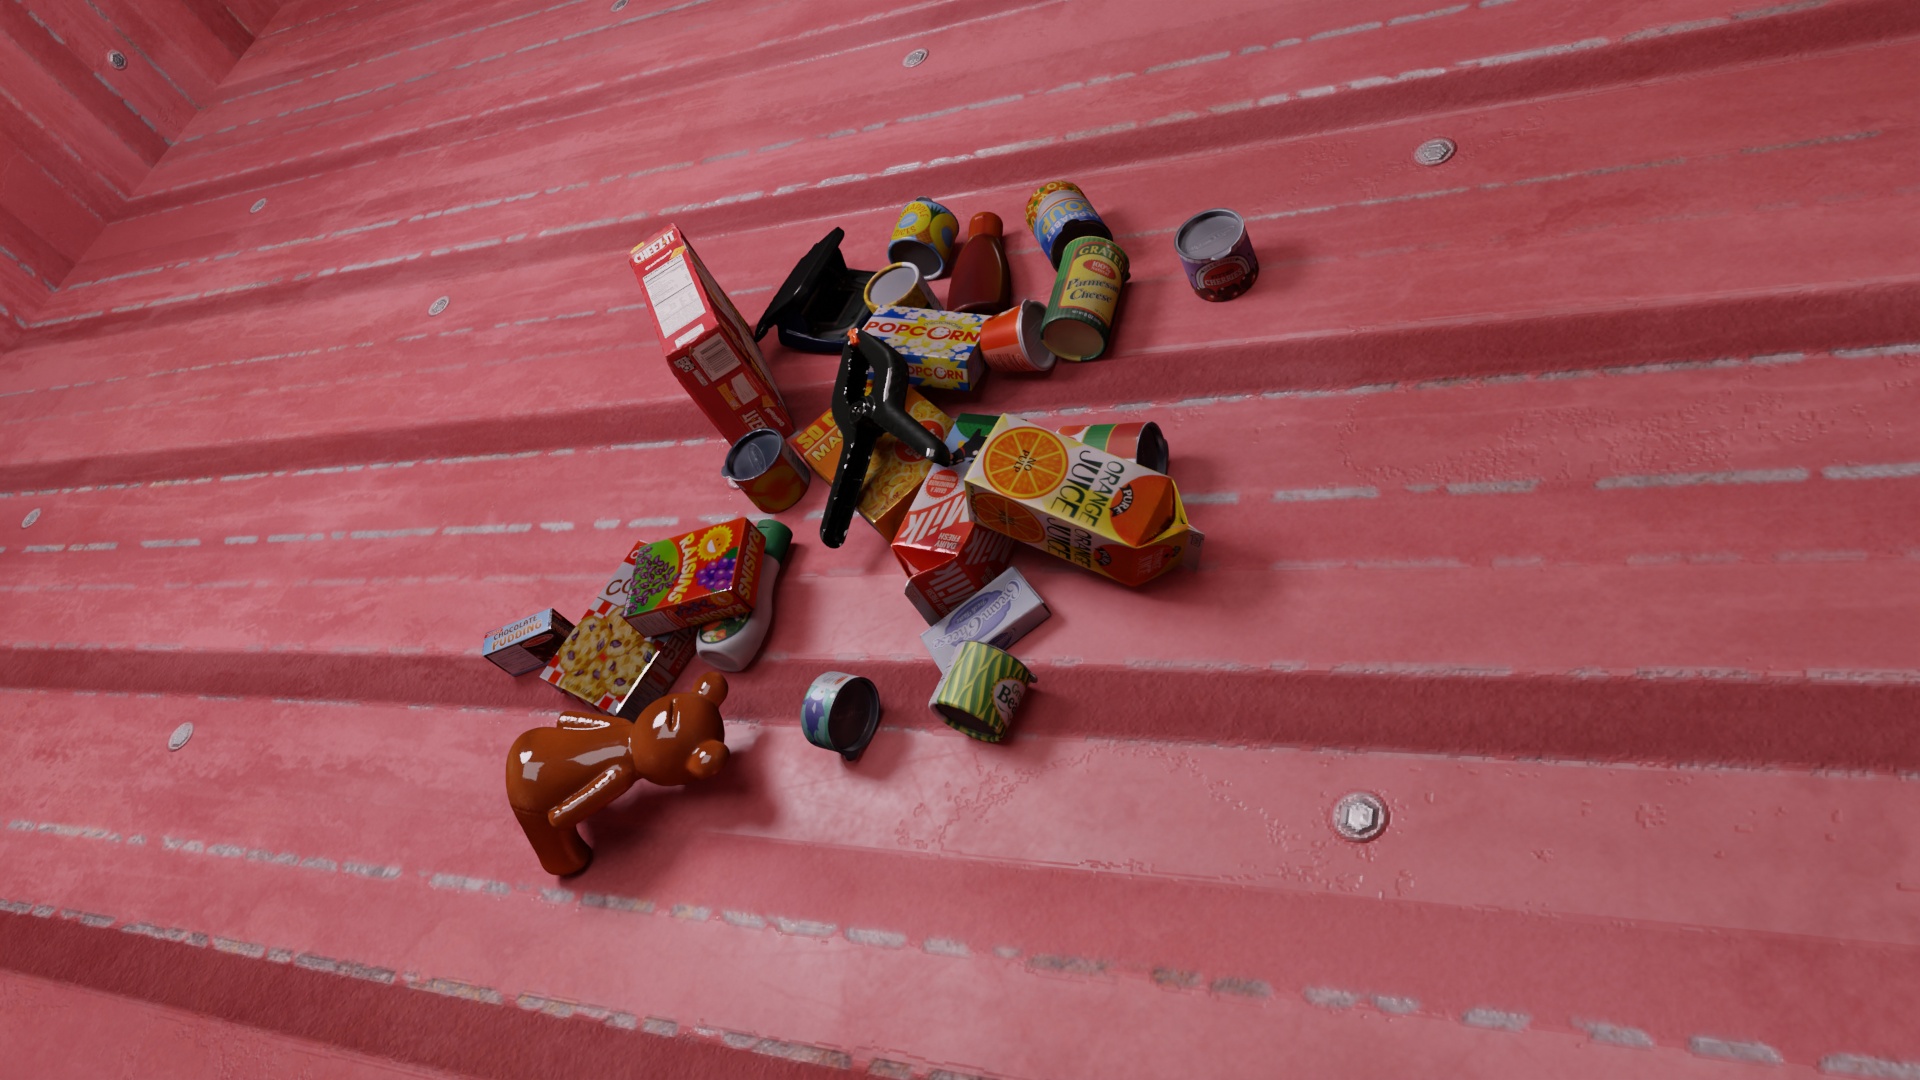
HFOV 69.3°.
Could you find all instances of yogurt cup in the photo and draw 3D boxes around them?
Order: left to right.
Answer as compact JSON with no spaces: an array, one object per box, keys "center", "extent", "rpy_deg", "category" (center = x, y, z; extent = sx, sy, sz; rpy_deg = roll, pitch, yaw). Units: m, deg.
[{"center":[0.055,-0.193,1.337],"extent":[0.054,0.072,0.073],"rpy_deg":[-7,52,35],"category":"yogurt cup"}]

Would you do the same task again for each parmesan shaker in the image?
[{"center":[0.122,-0.229,1.327],"extent":[0.071,0.071,0.103],"rpy_deg":[-2,55,29],"category":"parmesan shaker"}]

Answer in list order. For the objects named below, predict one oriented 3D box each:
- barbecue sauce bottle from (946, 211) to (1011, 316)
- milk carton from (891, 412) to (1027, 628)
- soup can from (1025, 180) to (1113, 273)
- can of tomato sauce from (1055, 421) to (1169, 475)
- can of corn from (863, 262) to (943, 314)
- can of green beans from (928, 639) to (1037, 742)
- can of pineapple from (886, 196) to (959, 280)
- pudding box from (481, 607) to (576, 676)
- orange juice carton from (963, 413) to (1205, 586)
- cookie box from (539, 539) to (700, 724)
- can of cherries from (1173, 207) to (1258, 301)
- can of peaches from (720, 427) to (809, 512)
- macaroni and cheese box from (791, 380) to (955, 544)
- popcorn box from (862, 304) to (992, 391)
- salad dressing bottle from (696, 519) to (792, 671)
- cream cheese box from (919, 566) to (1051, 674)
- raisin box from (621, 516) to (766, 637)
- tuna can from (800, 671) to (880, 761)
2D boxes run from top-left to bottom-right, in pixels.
[{"center":[0.022,-0.279,1.438],"extent":[0.065,0.043,0.149],"rpy_deg":[-12,50,21],"category":"barbecue sauce bottle"},{"center":[0.004,-0.015,1.218],"extent":[0.073,0.072,0.191],"rpy_deg":[8,60,34],"category":"milk carton"},{"center":[0.108,-0.316,1.398],"extent":[0.071,0.071,0.084],"rpy_deg":[-29,46,7],"category":"soup can"},{"center":[0.128,-0.069,1.195],"extent":[0.083,0.071,0.071],"rpy_deg":[0,56,31],"category":"can of tomato sauce"},{"center":[-0.062,-0.246,1.448],"extent":[0.071,0.058,0.071],"rpy_deg":[-16,49,19],"category":"can of corn"},{"center":[0.016,0.121,1.108],"extent":[0.071,0.071,0.058],"rpy_deg":[10,62,35],"category":"can of green beans"},{"center":[-0.041,-0.323,1.490],"extent":[0.071,0.070,0.058],"rpy_deg":[-1,55,29],"category":"can of pineapple"},{"center":[-0.427,0.103,1.387],"extent":[0.083,0.049,0.030],"rpy_deg":[-20,49,16],"category":"pudding box"},{"center":[0.105,-0.025,1.123],"extent":[0.193,0.071,0.073],"rpy_deg":[23,66,15],"category":"orange juice carton"},{"center":[-0.309,0.088,1.338],"extent":[0.123,0.040,0.168],"rpy_deg":[17,66,38],"category":"cookie box"},{"center":[0.239,-0.263,1.291],"extent":[0.071,0.058,0.072],"rpy_deg":[-15,49,18],"category":"can of cherries"},{"center":[-0.194,-0.068,1.383],"extent":[0.071,0.058,0.071],"rpy_deg":[-15,50,19],"category":"can of peaches"},{"center":[-0.072,-0.086,1.339],"extent":[0.124,0.040,0.167],"rpy_deg":[-41,46,-7],"category":"macaroni and cheese box"},{"center":[-0.036,-0.191,1.369],"extent":[0.127,0.038,0.085],"rpy_deg":[9,41,18],"category":"popcorn box"},{"center":[-0.199,0.049,1.302],"extent":[0.064,0.044,0.148],"rpy_deg":[-1,55,31],"category":"salad dressing bottle"},{"center":[0.020,0.072,1.173],"extent":[0.104,0.024,0.053],"rpy_deg":[-37,46,-1],"category":"cream cheese box"},{"center":[-0.245,0.035,1.284],"extent":[0.123,0.040,0.086],"rpy_deg":[-15,48,23],"category":"raisin box"},{"center":[-0.100,0.146,1.156],"extent":[0.033,0.071,0.071],"rpy_deg":[8,60,36],"category":"tuna can"}]
